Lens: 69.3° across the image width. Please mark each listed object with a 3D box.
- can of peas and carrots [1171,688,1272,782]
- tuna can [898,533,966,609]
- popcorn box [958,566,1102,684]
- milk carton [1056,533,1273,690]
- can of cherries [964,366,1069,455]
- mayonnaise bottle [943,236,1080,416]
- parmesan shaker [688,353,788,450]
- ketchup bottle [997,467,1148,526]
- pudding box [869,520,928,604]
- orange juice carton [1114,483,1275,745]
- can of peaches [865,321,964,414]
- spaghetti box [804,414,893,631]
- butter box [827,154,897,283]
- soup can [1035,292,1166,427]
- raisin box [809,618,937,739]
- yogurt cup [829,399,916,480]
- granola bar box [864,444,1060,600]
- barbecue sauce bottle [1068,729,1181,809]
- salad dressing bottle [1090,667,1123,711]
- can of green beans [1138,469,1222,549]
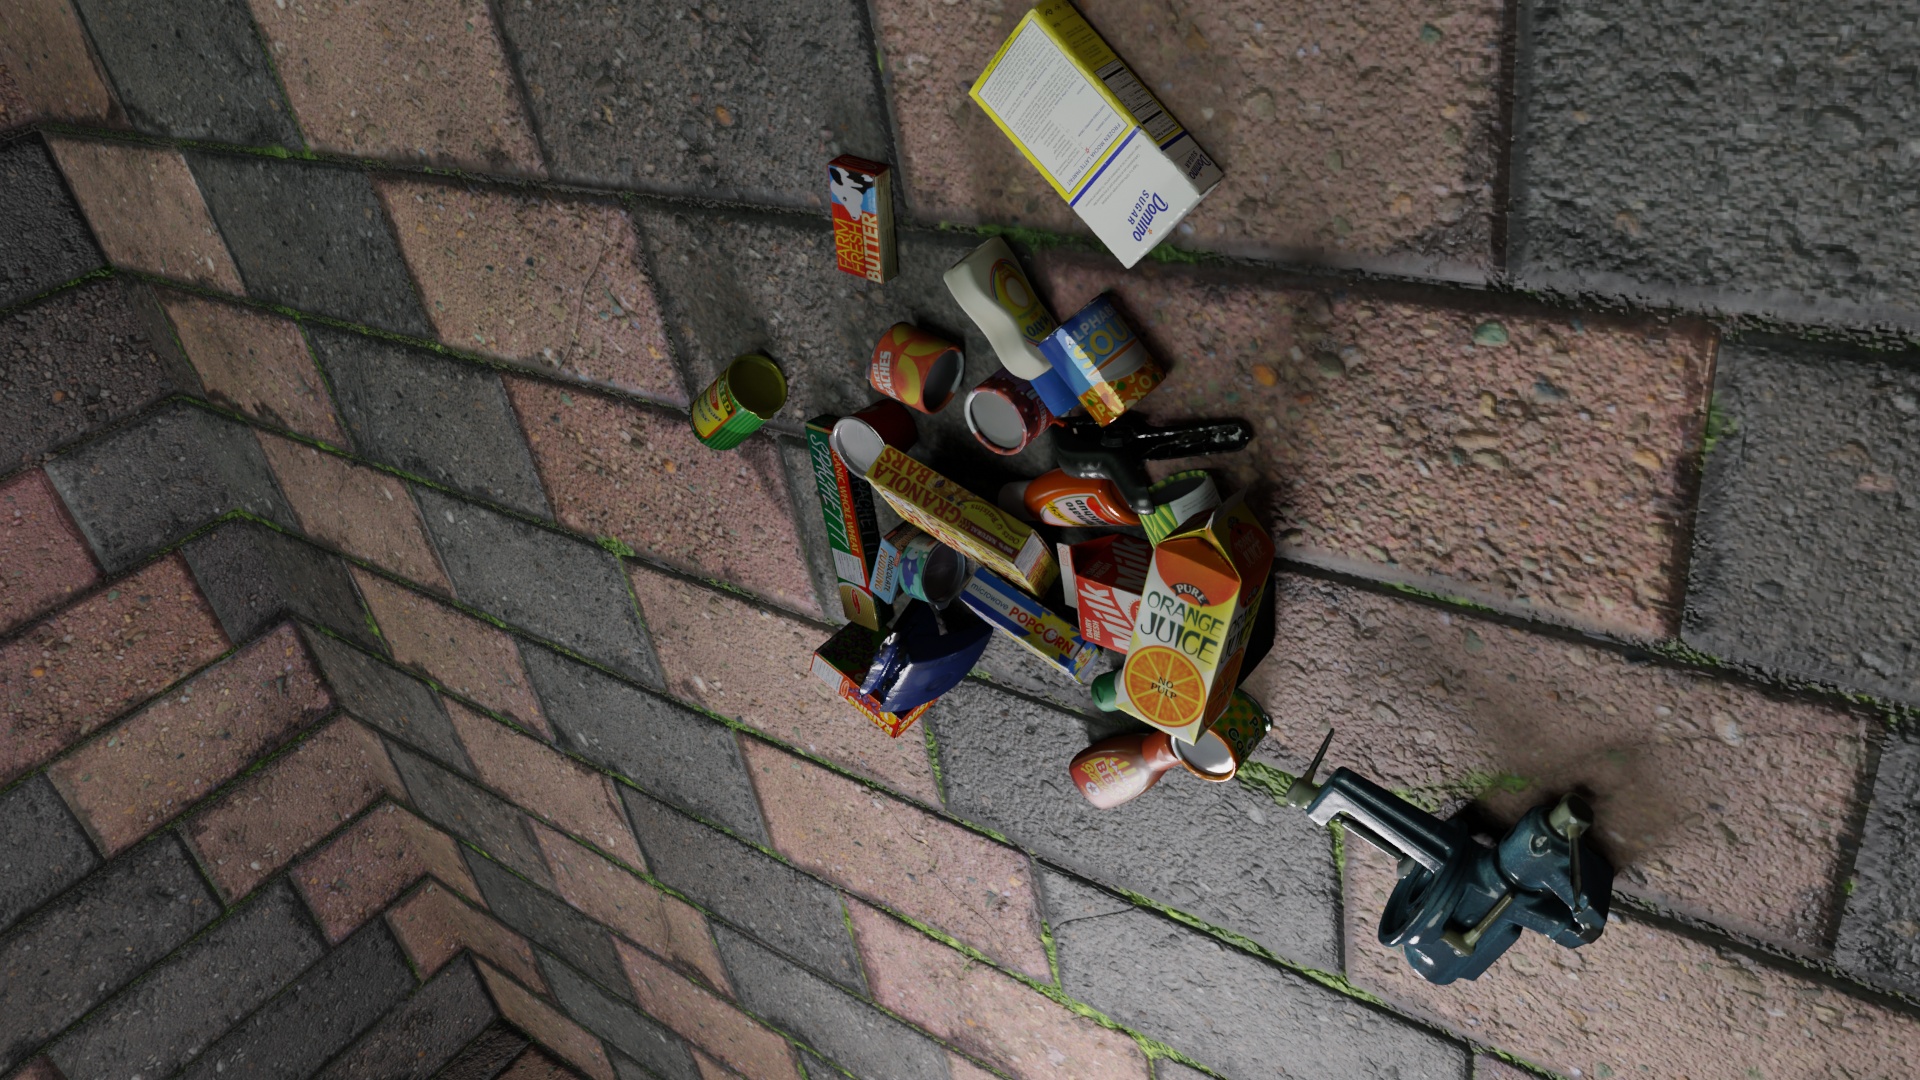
[{"bbox_3d":[0.231,0.172,1.230,0.071,0.059,0.070,26,137,27],"label":"can of peas and carrots"},{"bbox_3d":[-0.028,0.030,1.357,0.033,0.071,0.070,14,130,38],"label":"tuna can"},{"bbox_3d":[0.066,0.079,1.299,0.127,0.038,0.085,33,174,20],"label":"popcorn box"},{"bbox_3d":[0.165,0.053,1.184,0.191,0.074,0.072,17,132,35],"label":"milk carton"},{"bbox_3d":[0.048,-0.113,1.173,0.071,0.059,0.071,26,136,28],"label":"can of cherries"},{"bbox_3d":[0.050,-0.170,1.124,0.041,0.065,0.148,-23,108,47],"label":"mayonnaise bottle"},{"bbox_3d":[-0.227,-0.136,1.412,0.071,0.072,0.102,53,142,-5],"label":"parmesan shaker"},{"bbox_3d":[0.093,-0.037,1.198,0.064,0.044,0.148,37,157,-31],"label":"ketchup bottle"},{"bbox_3d":[-0.060,0.020,1.395,0.030,0.050,0.083,37,140,18],"label":"pudding box"},{"bbox_3d":[0.182,0.051,1.057,0.073,0.072,0.191,24,121,25],"label":"orange juice carton"},{"bbox_3d":[-0.039,-0.150,1.217,0.058,0.071,0.070,27,137,25],"label":"can of peaches"},{"bbox_3d":[-0.113,-0.016,1.434,0.050,0.029,0.248,19,132,33],"label":"spaghetti box"},{"bbox_3d":[-0.084,-0.275,1.194,0.053,0.024,0.103,23,135,29],"label":"butter box"},{"bbox_3d":[0.111,-0.141,1.081,0.084,0.072,0.071,51,142,-3],"label":"soup can"},{"bbox_3d":[-0.088,0.144,1.495,0.123,0.086,0.039,36,138,16],"label":"raisin box"},{"bbox_3d":[-0.078,-0.098,1.312,0.072,0.054,0.072,25,136,27],"label":"yogurt cup"},{"bbox_3d":[0.005,-0.016,1.265,0.166,0.039,0.124,31,172,23],"label":"granola bar box"},{"bbox_3d":[0.168,0.214,1.338,0.065,0.044,0.148,51,142,-1],"label":"barbecue sauce bottle"},{"bbox_3d":[0.175,0.125,1.255,0.147,0.044,0.064,-28,74,55],"label":"salad dressing bottle"},{"bbox_3d":[0.181,-0.017,1.116,0.071,0.071,0.057,-8,115,47],"label":"can of green beans"}]
